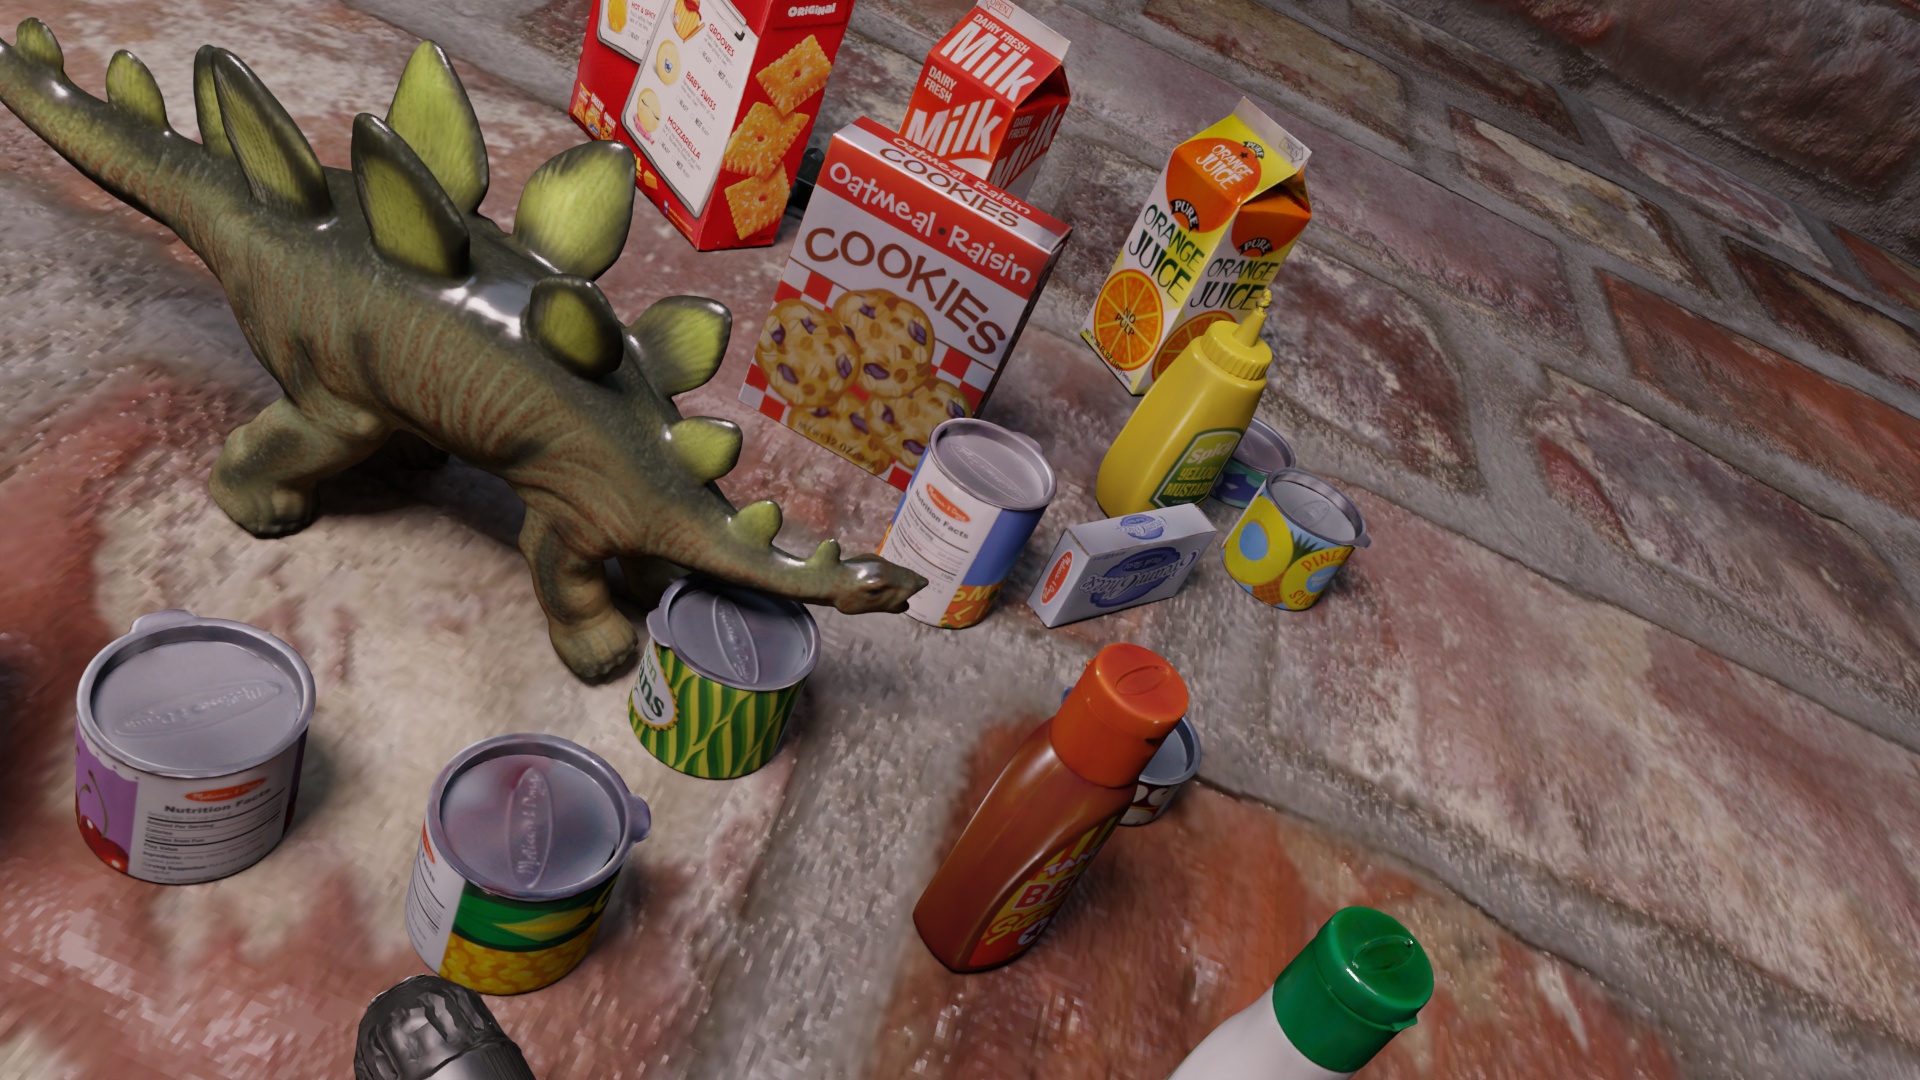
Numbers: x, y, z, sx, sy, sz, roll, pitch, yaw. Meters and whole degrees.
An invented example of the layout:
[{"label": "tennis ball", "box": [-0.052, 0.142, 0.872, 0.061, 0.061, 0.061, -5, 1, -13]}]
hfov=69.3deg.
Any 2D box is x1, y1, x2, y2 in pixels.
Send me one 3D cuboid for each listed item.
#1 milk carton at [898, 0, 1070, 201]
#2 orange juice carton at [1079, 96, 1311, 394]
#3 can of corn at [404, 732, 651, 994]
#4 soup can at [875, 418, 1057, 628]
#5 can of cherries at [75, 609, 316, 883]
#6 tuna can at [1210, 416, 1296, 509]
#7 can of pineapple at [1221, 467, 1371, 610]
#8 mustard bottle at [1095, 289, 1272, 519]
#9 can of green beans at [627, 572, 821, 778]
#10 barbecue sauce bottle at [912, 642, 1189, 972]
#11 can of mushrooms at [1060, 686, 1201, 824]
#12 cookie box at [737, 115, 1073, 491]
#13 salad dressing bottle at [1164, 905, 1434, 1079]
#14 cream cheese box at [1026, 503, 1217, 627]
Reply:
[{"label": "milk carton", "box": [0.006, -0.252, 0.901, 0.072, 0.189, 0.074, 39, 37, 16]}, {"label": "orange juice carton", "box": [0.162, -0.192, 0.923, 0.073, 0.191, 0.072, -5, 46, -37]}, {"label": "can of corn", "box": [-0.146, 0.109, 0.468, 0.071, 0.058, 0.071, 17, 37, -13]}, {"label": "soup can", "box": [0.002, -0.009, 0.687, 0.071, 0.083, 0.072, 17, 37, -13]}, {"label": "can of cherries", "box": [-0.251, 0.067, 0.454, 0.071, 0.058, 0.072, 17, 37, -13]}, {"label": "tuna can", "box": [0.177, -0.053, 0.897, 0.071, 0.032, 0.071, 17, 37, -13]}, {"label": "can of pineapple", "box": [0.197, 0.001, 0.821, 0.071, 0.057, 0.071, 17, 37, -13]}, {"label": "mustard bottle", "box": [0.134, -0.073, 0.785, 0.065, 0.159, 0.049, -5, 47, -37]}, {"label": "can of green beans", "box": [-0.097, 0.054, 0.567, 0.071, 0.057, 0.071, 17, 37, -13]}, {"label": "barbecue sauce bottle", "box": [0.035, 0.100, 0.517, 0.065, 0.147, 0.044, -14, 53, -43]}, {"label": "can of mushrooms", "box": [0.073, 0.096, 0.645, 0.071, 0.033, 0.071, 17, 37, -13]}, {"label": "cookie box", "box": [-0.033, -0.117, 0.728, 0.123, 0.166, 0.040, 29, 36, 3]}, {"label": "salad dressing bottle", "box": [0.102, 0.178, 0.463, 0.064, 0.146, 0.044, -3, 46, -36]}, {"label": "cream cheese box", "box": [0.086, 0.012, 0.740, 0.104, 0.053, 0.024, -11, 50, -41]}]
